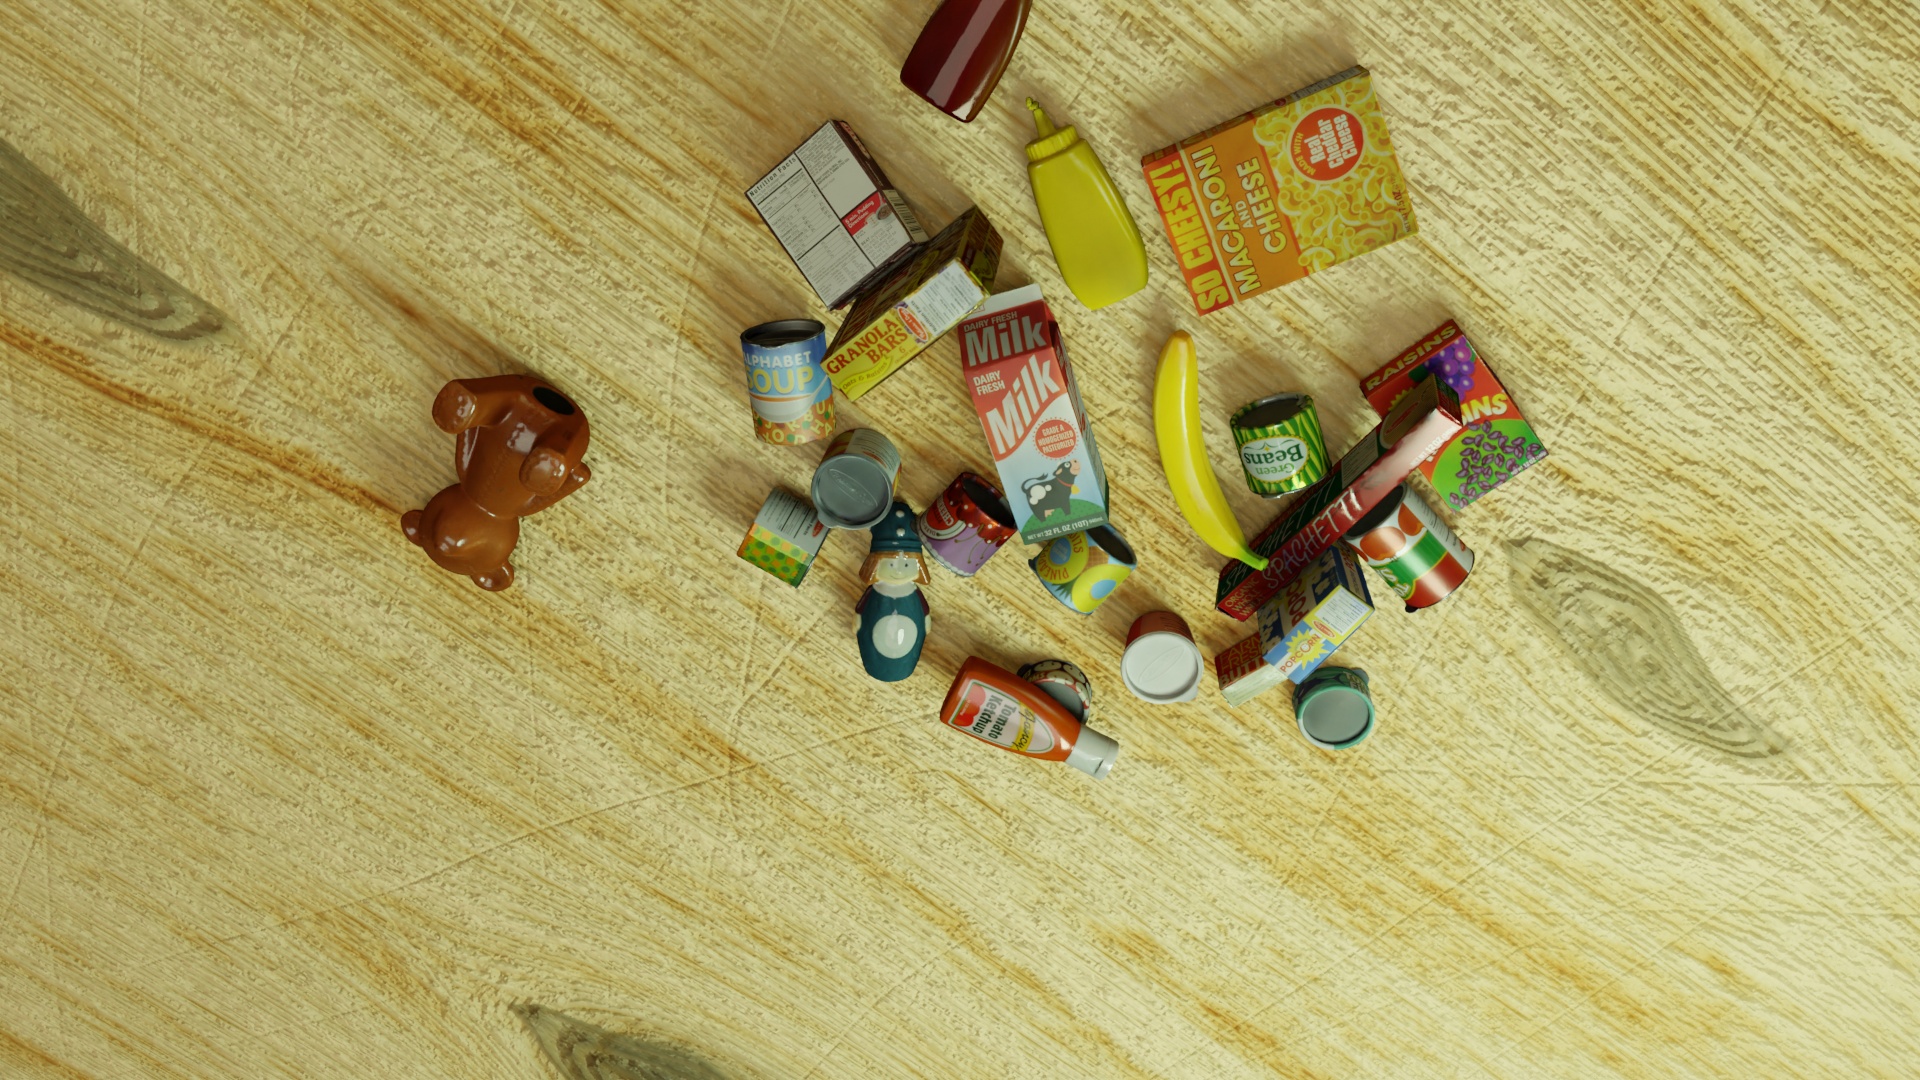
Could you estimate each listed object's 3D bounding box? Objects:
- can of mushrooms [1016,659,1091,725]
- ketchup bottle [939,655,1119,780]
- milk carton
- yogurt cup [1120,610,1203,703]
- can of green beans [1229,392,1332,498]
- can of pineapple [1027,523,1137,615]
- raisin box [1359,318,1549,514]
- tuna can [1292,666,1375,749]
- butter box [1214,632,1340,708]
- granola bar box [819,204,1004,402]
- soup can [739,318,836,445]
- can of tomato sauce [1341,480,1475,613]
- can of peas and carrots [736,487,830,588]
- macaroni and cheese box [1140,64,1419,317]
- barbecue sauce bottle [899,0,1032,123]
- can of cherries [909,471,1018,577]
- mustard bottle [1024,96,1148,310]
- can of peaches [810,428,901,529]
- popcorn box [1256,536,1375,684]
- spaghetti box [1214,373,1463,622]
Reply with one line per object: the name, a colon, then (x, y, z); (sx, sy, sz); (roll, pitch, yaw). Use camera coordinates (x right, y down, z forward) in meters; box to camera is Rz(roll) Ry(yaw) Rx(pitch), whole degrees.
can of mushrooms: (0.078, 0.138, 1.205); (0.071, 0.033, 0.070); (3, 115, 7)
ketchup bottle: (0.060, 0.154, 1.171); (0.149, 0.044, 0.064); (26, 114, -5)
milk carton: (0.056, -0.101, 1.076); (0.072, 0.074, 0.190); (-14, 112, 13)
yogurt cup: (0.168, 0.095, 1.164); (0.072, 0.054, 0.072); (2, 115, 5)
can of green beans: (0.247, -0.075, 1.071); (0.071, 0.071, 0.057); (-17, 112, 13)
can of pineapple: (0.100, 0.017, 1.128); (0.071, 0.071, 0.057); (37, 112, -11)
raisin box: (0.377, -0.094, 1.064); (0.086, 0.040, 0.123); (-36, 108, 21)
tuna can: (0.319, 0.142, 1.181); (0.071, 0.033, 0.070); (2, 115, 5)
butter box: (0.261, 0.095, 1.155); (0.103, 0.053, 0.024); (-32, 110, 19)
granola bar box: (-0.031, -0.174, 1.001); (0.124, 0.166, 0.039); (-35, 108, 19)
soup can: (-0.135, -0.123, 1.087); (0.071, 0.072, 0.083); (-2, 115, 7)
can of tomato sauce: (0.351, 0.004, 1.096); (0.083, 0.071, 0.071); (43, 112, -13)
can of peas and carrots: (-0.146, -0.001, 1.148); (0.059, 0.071, 0.070); (29, 114, -7)
macaroni and cheese box: (0.230, -0.251, 1.007); (0.166, 0.040, 0.123); (-20, 111, 14)
barbecue sauce bottle: (0.019, -0.372, 0.973); (0.065, 0.044, 0.148); (31, 113, -8)
can of cherries: (0.004, -0.014, 1.123); (0.071, 0.072, 0.058); (39, 112, -12)
mustard bottle: (0.085, -0.251, 1.018); (0.065, 0.049, 0.159); (-21, 110, 14)
can of peaches: (-0.085, -0.049, 1.123); (0.071, 0.058, 0.071); (2, 116, 5)
popcorn box: (0.275, 0.047, 1.091); (0.038, 0.127, 0.085); (37, 113, -8)
spaghetti box: (0.285, -0.027, 1.070); (0.028, 0.050, 0.248); (33, 127, -10)
